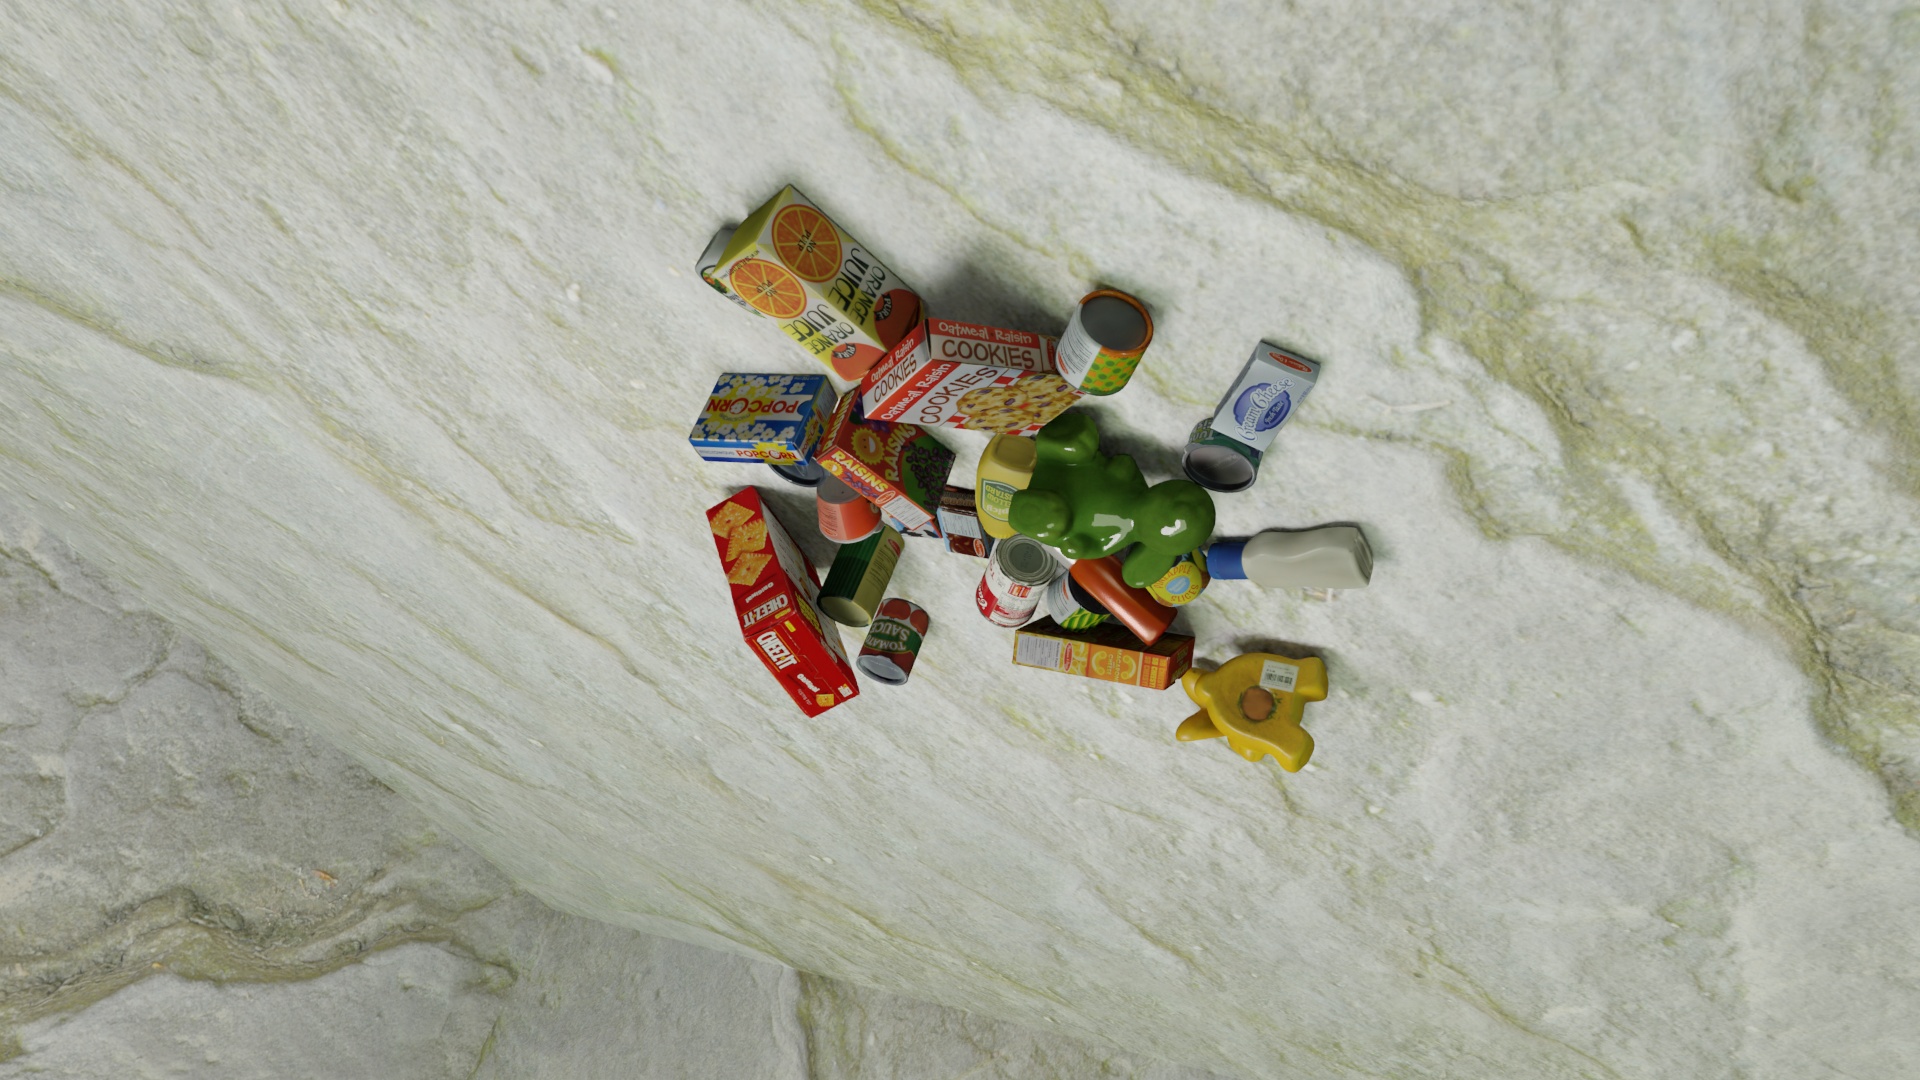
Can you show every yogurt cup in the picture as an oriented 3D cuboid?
[{"bbox_3d":[-0.120,-0.039,1.457,0.072,0.073,0.053,10,139,19],"label":"yogurt cup"}]

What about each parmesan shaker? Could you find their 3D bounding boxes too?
[{"bbox_3d":[-0.112,0.035,1.525,0.071,0.103,0.071,16,148,10],"label":"parmesan shaker"}]

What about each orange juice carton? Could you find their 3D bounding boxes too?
[{"bbox_3d":[-0.106,-0.203,1.182,0.192,0.073,0.071,38,145,-25],"label":"orange juice carton"}]

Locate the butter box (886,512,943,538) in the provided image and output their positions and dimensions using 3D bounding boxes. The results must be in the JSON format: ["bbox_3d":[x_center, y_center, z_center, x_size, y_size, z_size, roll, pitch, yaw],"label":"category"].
[{"bbox_3d":[-0.056,-0.042,1.449,0.053,0.024,0.103,3,144,29],"label":"butter box"}]

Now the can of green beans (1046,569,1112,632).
[{"bbox_3d":[0.130,0.056,1.444,0.071,0.071,0.057,27,149,-8],"label":"can of green beans"}]

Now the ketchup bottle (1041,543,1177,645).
[{"bbox_3d":[0.149,0.040,1.392,0.149,0.065,0.043,41,110,5],"label":"ketchup bottle"}]

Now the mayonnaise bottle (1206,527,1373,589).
[{"bbox_3d":[0.305,0.018,1.300,0.148,0.041,0.064,-2,140,35],"label":"mayonnaise bottle"}]

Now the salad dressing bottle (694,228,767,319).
[{"bbox_3d":[-0.161,-0.215,1.227,0.147,0.044,0.064,33,149,-19],"label":"salad dressing bottle"}]

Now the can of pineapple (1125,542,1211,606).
[{"bbox_3d":[0.203,0.023,1.344,0.071,0.071,0.057,-6,140,38],"label":"can of pineapple"}]

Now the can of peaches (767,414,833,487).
[{"bbox_3d":[-0.153,-0.095,1.394,0.071,0.058,0.071,15,148,10],"label":"can of peaches"}]

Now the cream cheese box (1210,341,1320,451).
[{"bbox_3d":[0.249,-0.118,1.141,0.053,0.024,0.103,24,149,0],"label":"cream cheese box"}]

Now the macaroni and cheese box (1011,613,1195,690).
[{"bbox_3d":[0.154,0.118,1.482,0.166,0.040,0.124,9,-171,21],"label":"macaroni and cheese box"}]

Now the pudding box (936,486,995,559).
[{"bbox_3d":[0.005,-0.018,1.442,0.050,0.030,0.083,10,147,17],"label":"pudding box"}]

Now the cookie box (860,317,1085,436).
[{"bbox_3d":[0.017,-0.136,1.173,0.168,0.040,0.122,4,160,-30],"label":"cookie box"}]

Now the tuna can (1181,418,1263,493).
[{"bbox_3d":[0.227,-0.075,1.211,0.071,0.033,0.070,16,149,10],"label":"tuna can"}]

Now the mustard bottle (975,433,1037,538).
[{"bbox_3d":[0.046,-0.042,1.360,0.065,0.049,0.159,19,149,7],"label":"mustard bottle"}]

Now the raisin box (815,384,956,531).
[{"bbox_3d":[-0.071,-0.080,1.338,0.123,0.086,0.040,36,140,-23],"label":"raisin box"}]

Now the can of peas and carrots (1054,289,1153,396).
[{"bbox_3d":[0.118,-0.160,1.120,0.071,0.071,0.058,23,148,-2],"label":"can of peas and carrots"}]

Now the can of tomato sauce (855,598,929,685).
[{"bbox_3d":[-0.080,0.120,1.657,0.071,0.083,0.070,16,148,10],"label":"can of tomato sauce"}]

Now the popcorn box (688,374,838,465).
[{"bbox_3d":[-0.193,-0.119,1.356,0.126,0.085,0.038,4,145,27],"label":"popcorn box"}]
